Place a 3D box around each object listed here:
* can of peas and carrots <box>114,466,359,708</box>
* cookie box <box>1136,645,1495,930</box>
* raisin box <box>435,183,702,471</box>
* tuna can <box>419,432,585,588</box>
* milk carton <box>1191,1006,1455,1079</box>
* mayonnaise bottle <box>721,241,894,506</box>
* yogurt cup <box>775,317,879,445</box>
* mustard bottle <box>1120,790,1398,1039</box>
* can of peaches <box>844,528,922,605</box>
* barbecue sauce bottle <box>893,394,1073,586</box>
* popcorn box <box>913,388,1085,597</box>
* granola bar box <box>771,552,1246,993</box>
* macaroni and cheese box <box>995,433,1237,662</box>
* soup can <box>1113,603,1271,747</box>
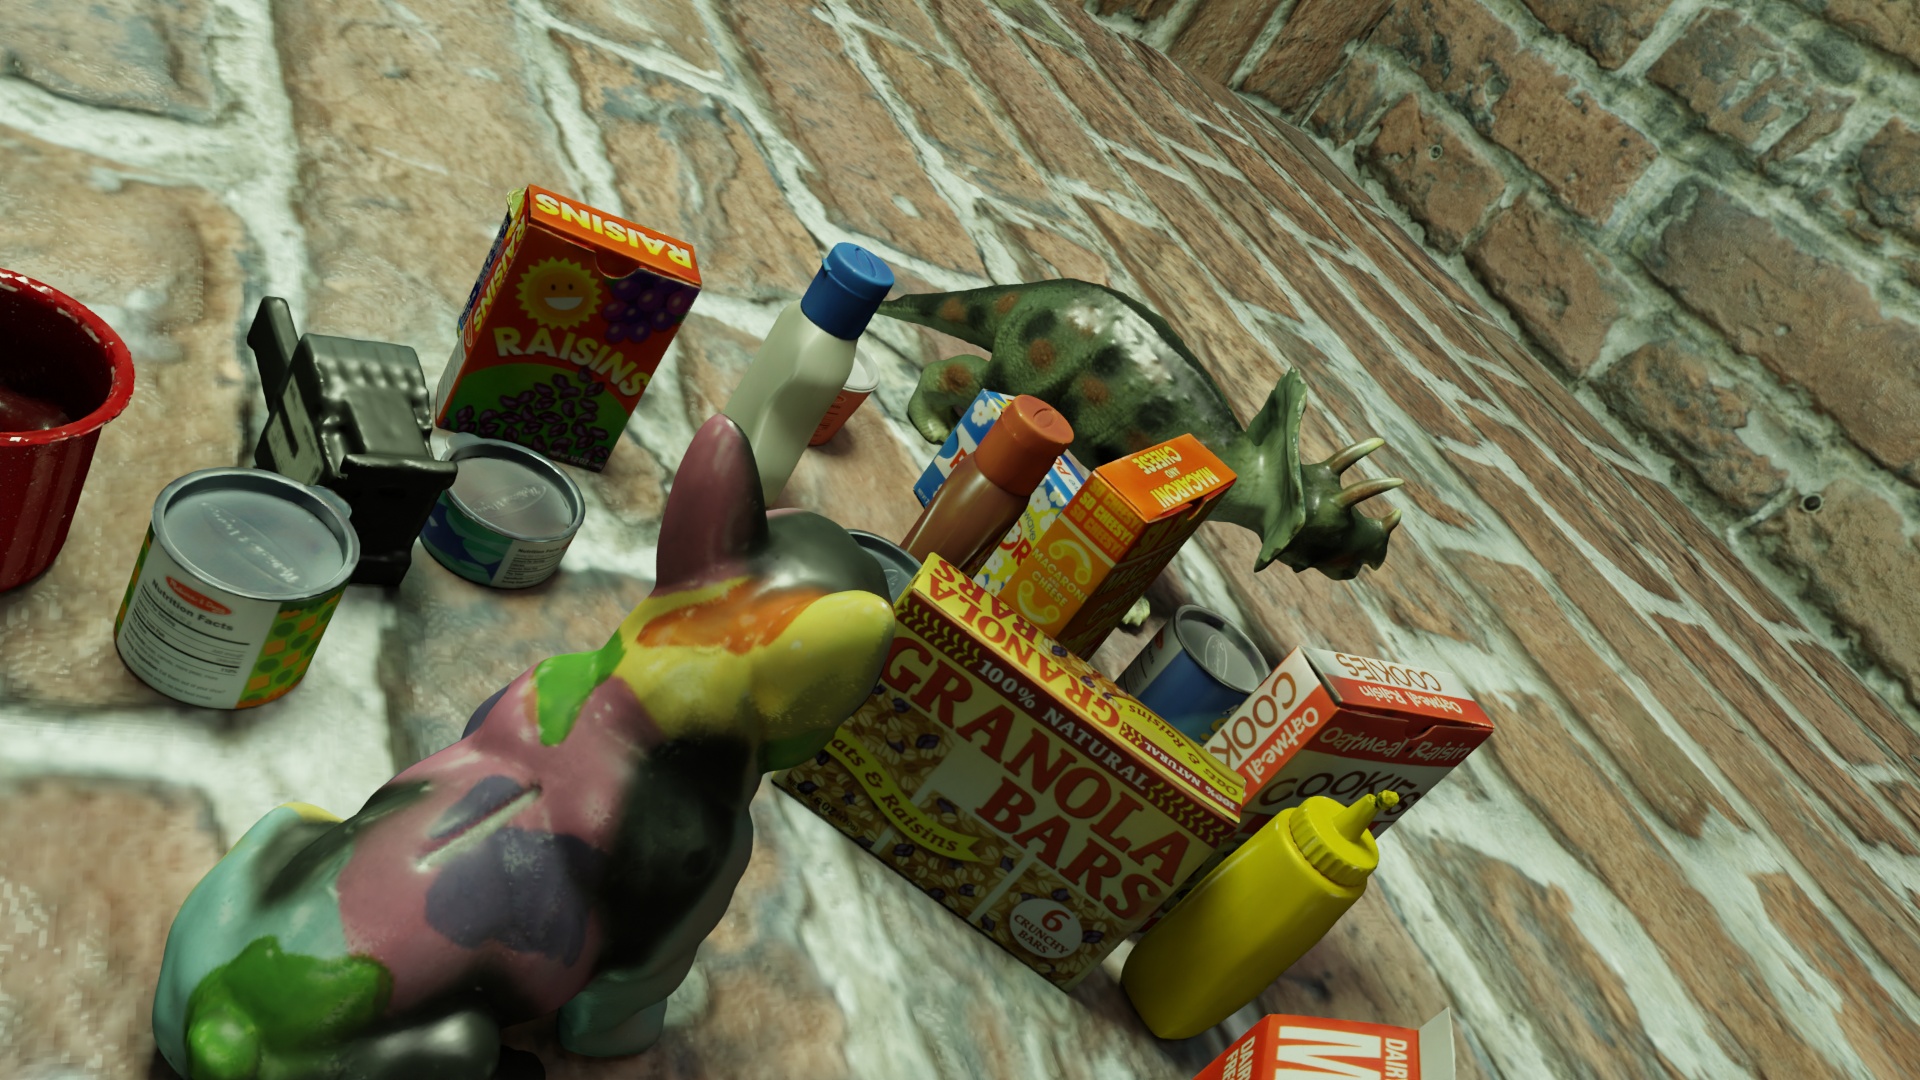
[{"bbox_3d":[-0.256,0.016,0.495,0.071,0.058,0.071,27,30,-17],"label":"can of peas and carrots"},{"bbox_3d":[0.159,0.126,0.670,0.123,0.166,0.040,12,37,-38],"label":"cookie box"},{"bbox_3d":[-0.190,-0.099,0.670,0.086,0.123,0.040,18,33,-31],"label":"raisin box"},{"bbox_3d":[-0.207,-0.014,0.620,0.071,0.032,0.071,27,30,-17],"label":"tuna can"},{"bbox_3d":[0.087,0.219,0.429,0.073,0.189,0.073,36,28,-1],"label":"milk carton"},{"bbox_3d":[-0.086,-0.090,0.744,0.041,0.147,0.065,16,34,-33],"label":"mayonnaise bottle"},{"bbox_3d":[-0.091,-0.095,0.846,0.072,0.053,0.073,27,30,-17],"label":"yogurt cup"},{"bbox_3d":[0.136,0.157,0.607,0.065,0.159,0.049,3,43,-46],"label":"mustard bottle"},{"bbox_3d":[-0.051,0.039,0.685,0.071,0.057,0.071,27,30,-17],"label":"can of peaches"},{"bbox_3d":[0.003,-0.009,0.721,0.044,0.148,0.065,39,28,4],"label":"barbecue sauce bottle"},{"bbox_3d":[0.033,-0.017,0.832,0.038,0.085,0.127,5,41,-44],"label":"popcorn box"},{"bbox_3d":[0.018,0.103,0.597,0.165,0.123,0.039,36,28,-1],"label":"granola bar box"},{"bbox_3d":[0.061,0.026,0.712,0.040,0.165,0.124,44,29,14],"label":"macaroni and cheese box"},{"bbox_3d":[0.124,0.089,0.774,0.071,0.083,0.072,27,30,-17],"label":"soup can"}]
